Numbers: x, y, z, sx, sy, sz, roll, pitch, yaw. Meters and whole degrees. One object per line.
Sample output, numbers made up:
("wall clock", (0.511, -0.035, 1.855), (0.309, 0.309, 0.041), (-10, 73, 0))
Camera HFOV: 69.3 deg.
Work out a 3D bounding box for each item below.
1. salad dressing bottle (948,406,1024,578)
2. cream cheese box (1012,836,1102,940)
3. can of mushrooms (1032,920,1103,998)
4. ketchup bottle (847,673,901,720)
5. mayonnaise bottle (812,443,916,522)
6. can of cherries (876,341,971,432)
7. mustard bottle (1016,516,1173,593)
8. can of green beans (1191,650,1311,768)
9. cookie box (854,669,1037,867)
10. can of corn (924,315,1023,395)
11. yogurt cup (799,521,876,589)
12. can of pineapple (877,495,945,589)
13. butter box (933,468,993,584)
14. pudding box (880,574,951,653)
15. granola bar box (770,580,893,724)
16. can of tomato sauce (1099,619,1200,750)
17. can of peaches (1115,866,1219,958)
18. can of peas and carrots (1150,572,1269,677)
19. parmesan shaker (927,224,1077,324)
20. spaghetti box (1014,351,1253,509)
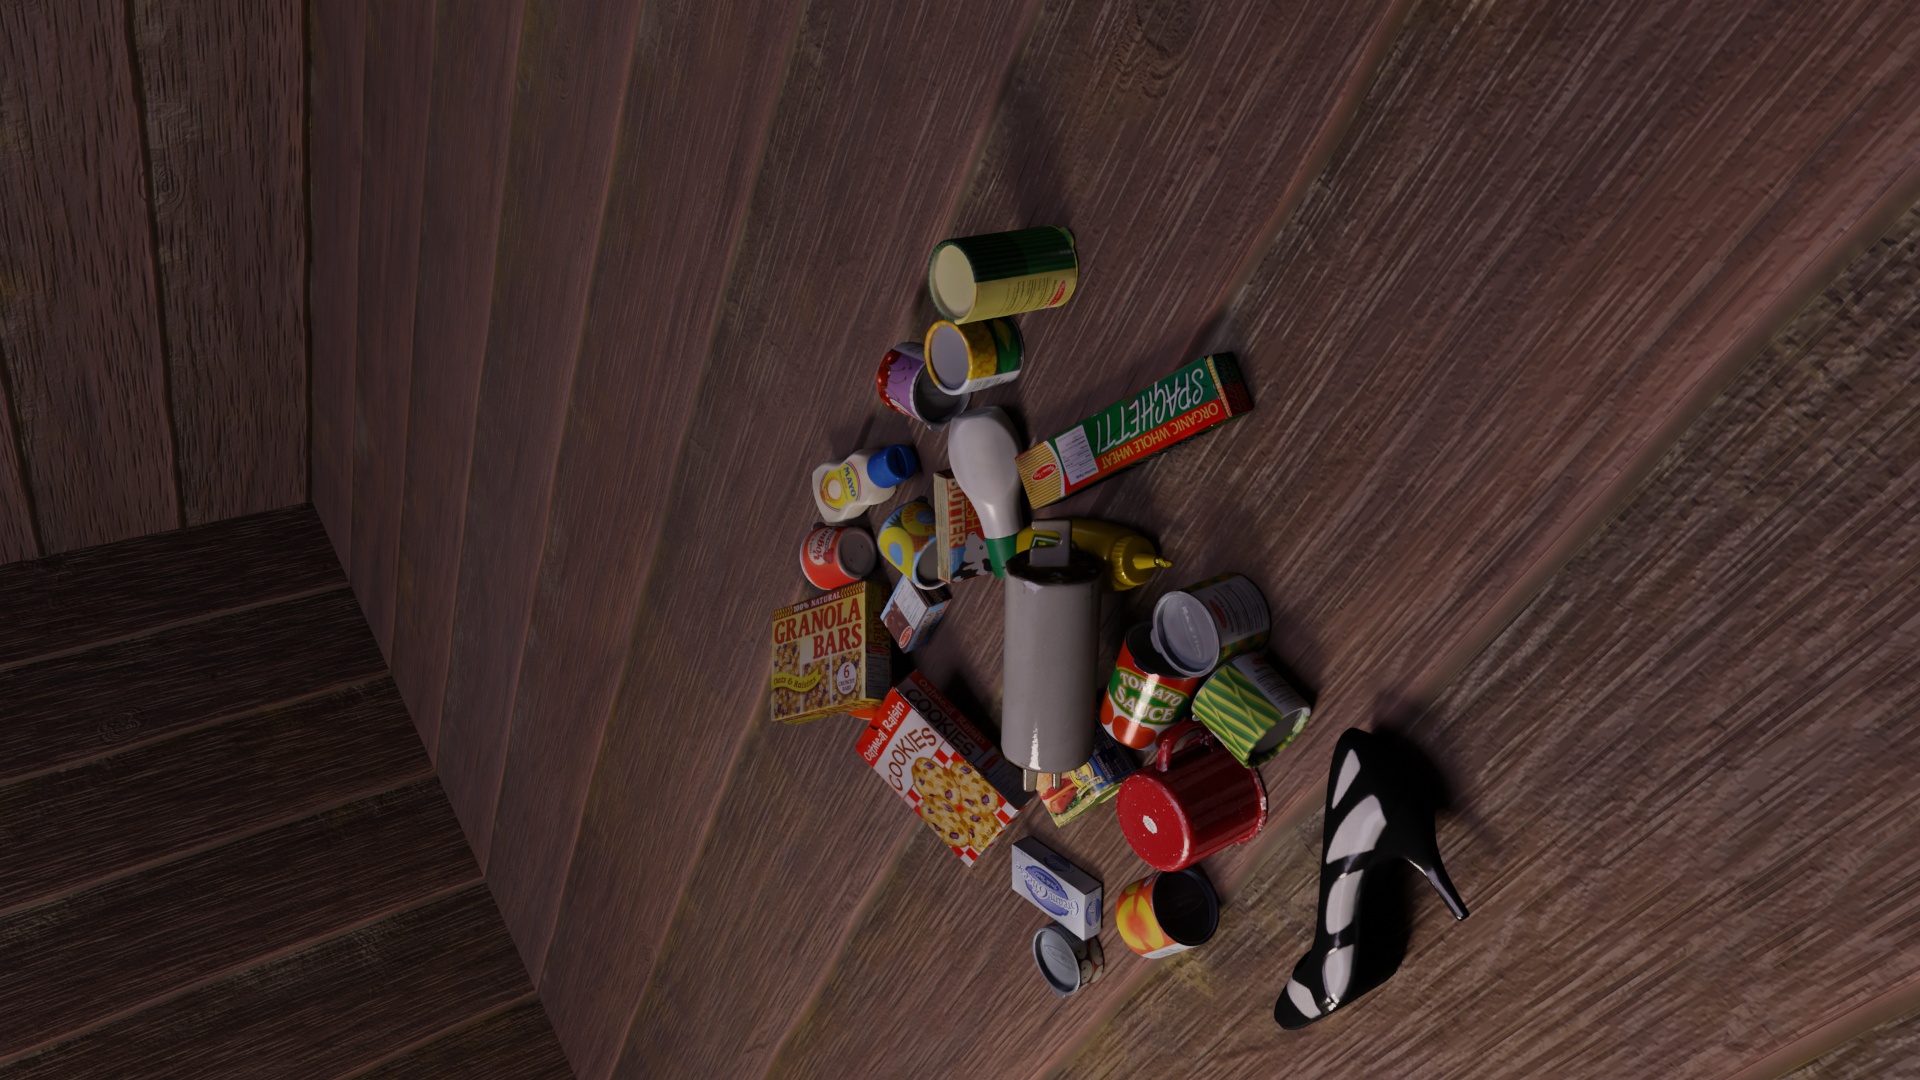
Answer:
("salad dressing bottle", (0.030, -0.041, 1.213), (0.064, 0.044, 0.147), (-11, 104, 10))
("cream cheese box", (0.090, 0.325, 1.300), (0.104, 0.024, 0.053), (24, 123, 47))
("can of mushrooms", (0.101, 0.391, 1.303), (0.071, 0.033, 0.070), (24, 121, 46))
("ketchup bottle", (-0.087, 0.162, 1.459), (0.149, 0.044, 0.064), (14, 108, 50))
("mayonnaise bottle", (-0.096, -0.062, 1.386), (0.147, 0.041, 0.065), (-20, 85, 55))
("can of cherries", (-0.034, -0.139, 1.248), (0.058, 0.072, 0.071), (26, 123, 47))
("mustard bottle", (0.111, 0.013, 1.128), (0.160, 0.049, 0.065), (1, 106, 54))
("can of green beans", (0.213, 0.124, 1.017), (0.058, 0.071, 0.071), (48, 137, 31))
("cookie box", (-0.017, 0.223, 1.354), (0.167, 0.040, 0.122), (44, 137, 12))
("can of corn", (0.010, -0.163, 1.187), (0.071, 0.058, 0.071), (25, 122, 46))
("yogurt cup", (-0.123, 0.015, 1.436), (0.054, 0.072, 0.072), (-9, 96, 46))
("can of pineapple", (-0.035, 0.003, 1.307), (0.058, 0.071, 0.070), (40, 133, 38))
("butter box", (0.004, -0.016, 1.258), (0.024, 0.053, 0.103), (21, 119, 51))
("pudding box", (-0.045, 0.067, 1.377), (0.050, 0.030, 0.083), (55, 140, 23))
("granola bar box", (-0.136, 0.120, 1.460), (0.165, 0.039, 0.124), (-19, 66, 45))
("can of tomato sauce", (0.151, 0.116, 1.096), (0.071, 0.071, 0.082), (45, 136, 34))
("can of peaches", (0.170, 0.305, 1.148), (0.057, 0.071, 0.071), (-45, 67, 52))
("can of peas and carrots", (0.186, 0.063, 1.037), (0.071, 0.059, 0.070), (26, 123, 47))
("parmesan shaker", (0.034, -0.213, 1.096), (0.071, 0.103, 0.071), (24, 122, 47))
("spaghetti box", (0.128, -0.081, 1.084), (0.249, 0.029, 0.050), (-25, 83, 54))
